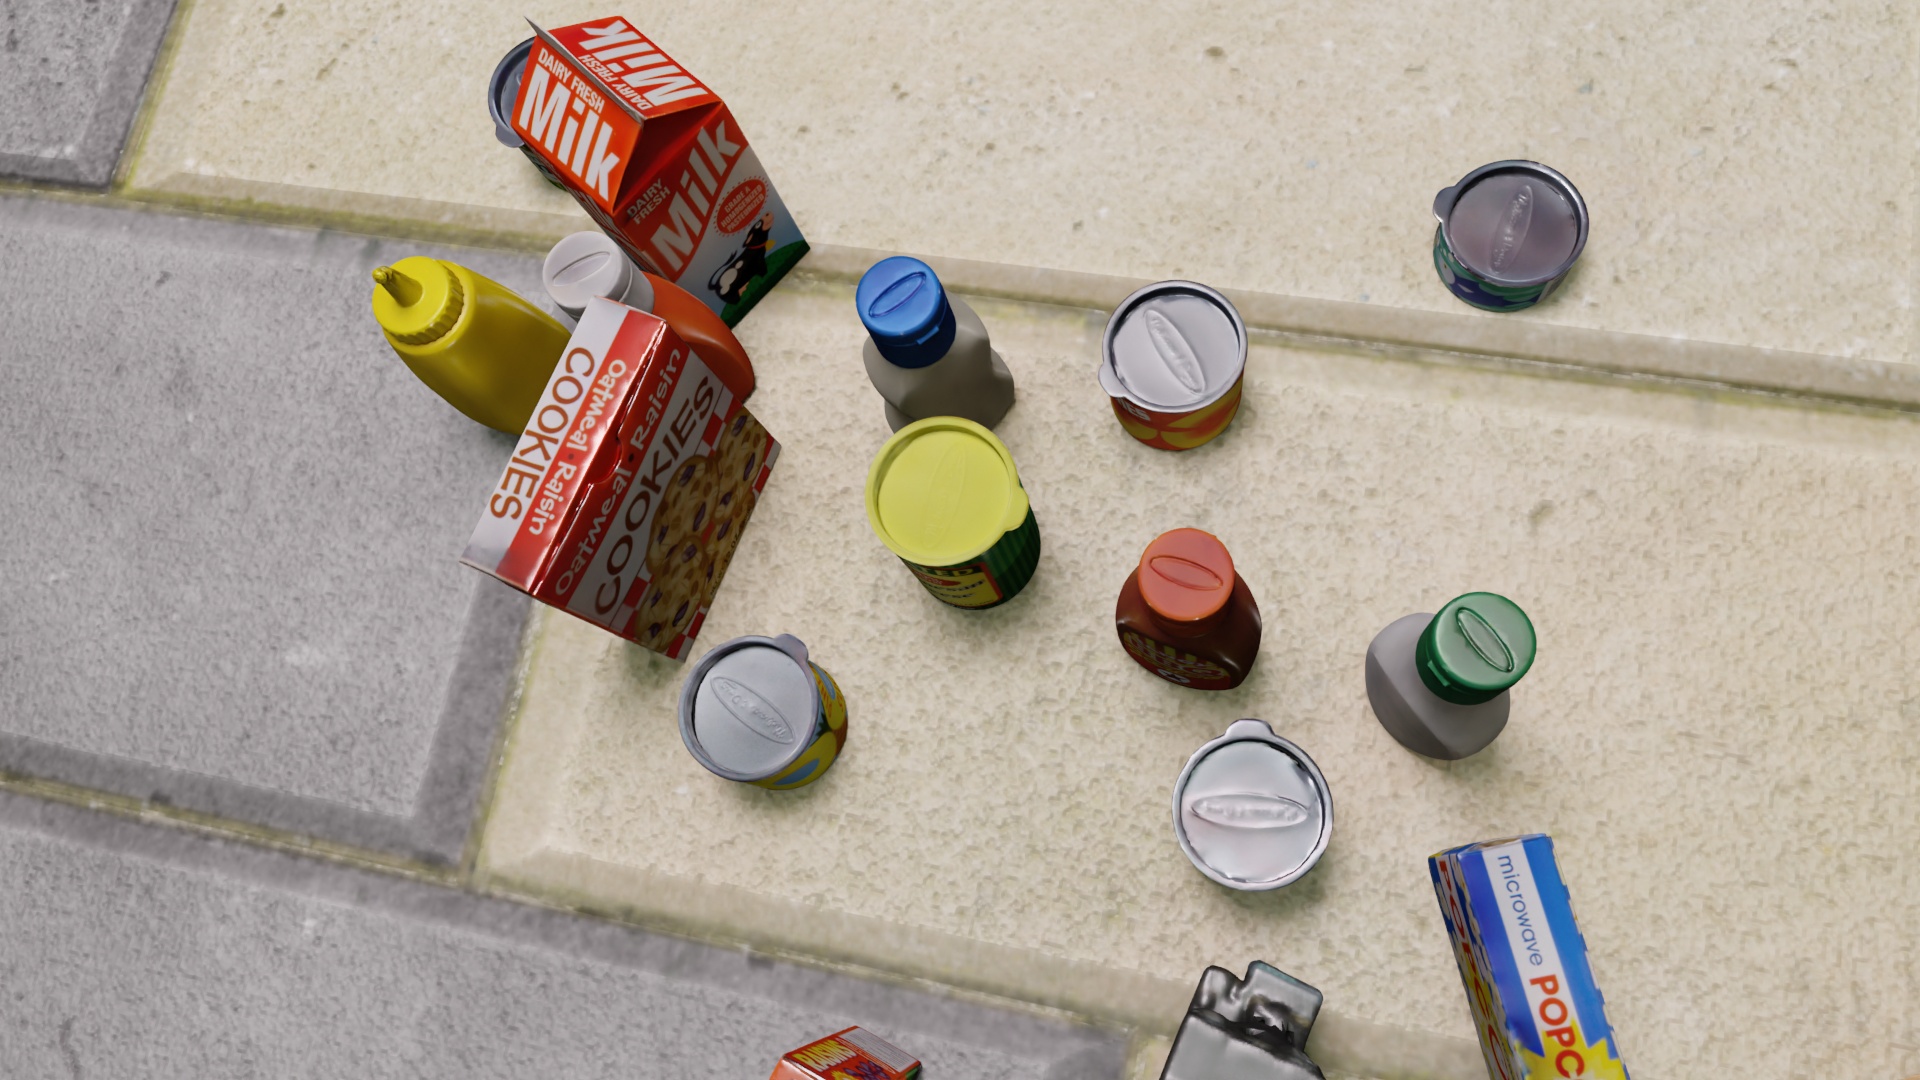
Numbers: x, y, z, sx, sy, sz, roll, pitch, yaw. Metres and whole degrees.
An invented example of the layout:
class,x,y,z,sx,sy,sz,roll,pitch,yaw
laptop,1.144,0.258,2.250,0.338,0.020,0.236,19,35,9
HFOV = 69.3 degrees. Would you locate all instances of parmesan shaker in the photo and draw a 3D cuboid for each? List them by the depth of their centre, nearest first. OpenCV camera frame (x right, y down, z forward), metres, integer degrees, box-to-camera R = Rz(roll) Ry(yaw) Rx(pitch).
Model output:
class,x,y,z,sx,sy,sz,roll,pitch,yaw
parmesan shaker,0.002,-0.008,0.635,0.071,0.103,0.071,-2,75,9

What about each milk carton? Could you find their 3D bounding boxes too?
class,x,y,z,sx,sy,sz,roll,pitch,yaw
milk carton,-0.143,-0.174,0.657,0.072,0.190,0.073,41,85,17

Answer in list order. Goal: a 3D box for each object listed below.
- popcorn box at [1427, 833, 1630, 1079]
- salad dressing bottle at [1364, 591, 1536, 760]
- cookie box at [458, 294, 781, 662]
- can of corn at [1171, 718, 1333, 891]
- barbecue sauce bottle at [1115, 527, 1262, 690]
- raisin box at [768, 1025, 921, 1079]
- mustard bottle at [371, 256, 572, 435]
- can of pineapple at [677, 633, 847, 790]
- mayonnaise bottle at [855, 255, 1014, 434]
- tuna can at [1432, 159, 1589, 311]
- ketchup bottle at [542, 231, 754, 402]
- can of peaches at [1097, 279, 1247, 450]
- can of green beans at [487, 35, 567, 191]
class,x,y,z,sx,sy,sz,roll,pitch,yaw
popcorn box,0.228,0.183,0.555,0.038,0.085,0.127,-14,73,6
salad dressing bottle,0.198,0.054,0.563,0.044,0.147,0.064,-35,73,-1
cookie box,-0.143,-0.020,0.628,0.040,0.167,0.123,20,80,14
can of corn,0.126,0.116,0.604,0.071,0.058,0.071,-2,75,9
barbecue sauce bottle,0.096,0.030,0.586,0.065,0.148,0.044,20,80,14
raisin box,-0.061,0.250,0.565,0.040,0.123,0.086,27,81,15
mustard bottle,-0.238,-0.100,0.669,0.049,0.160,0.065,19,79,14
can of pineapple,-0.089,0.081,0.649,0.071,0.057,0.071,-2,75,9
mayonnaise bottle,-0.014,-0.082,0.634,0.065,0.148,0.041,-38,73,-1
tuna can,0.260,-0.146,0.667,0.071,0.032,0.071,-2,75,9
ketchup bottle,-0.148,-0.097,0.659,0.065,0.148,0.043,-26,73,2
can of peaches,0.100,-0.081,0.662,0.071,0.058,0.071,-2,75,9
can of green beans,-0.212,-0.230,0.753,0.071,0.057,0.071,-2,75,9
